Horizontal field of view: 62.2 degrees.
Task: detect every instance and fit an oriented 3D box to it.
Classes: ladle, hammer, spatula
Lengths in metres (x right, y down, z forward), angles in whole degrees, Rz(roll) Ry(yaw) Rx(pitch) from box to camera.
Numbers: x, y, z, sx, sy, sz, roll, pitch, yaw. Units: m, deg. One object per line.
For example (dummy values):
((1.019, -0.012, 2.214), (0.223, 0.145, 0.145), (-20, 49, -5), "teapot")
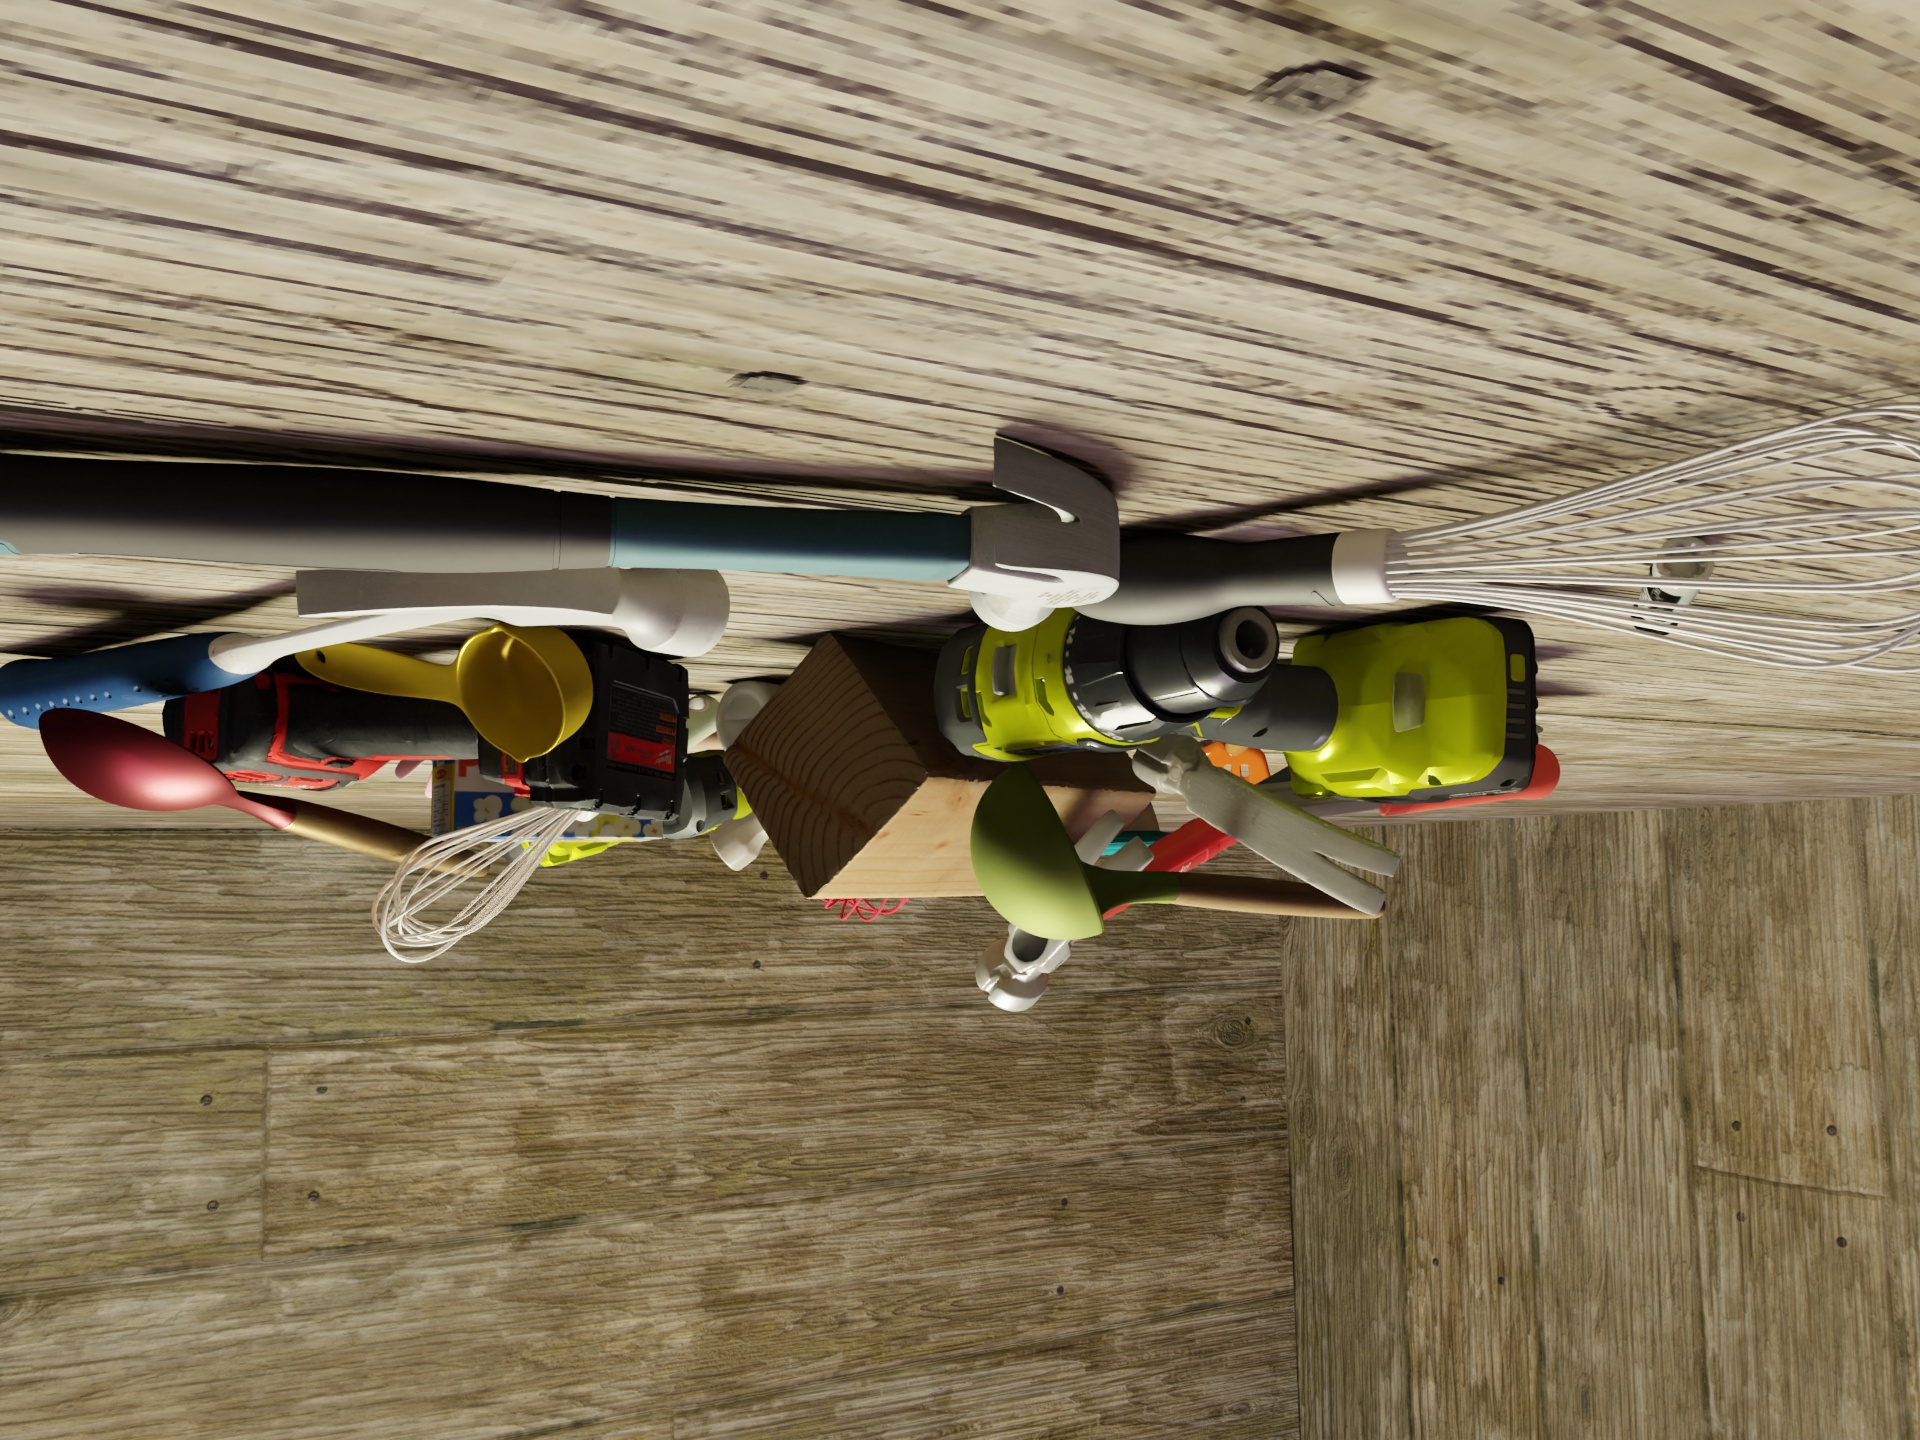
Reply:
((0.122, 0.073, 0.750), (0.320, 0.078, 0.062), (11, 131, -45), "ladle")
((0.168, 0.050, 0.934), (0.386, 0.038, 0.143), (-23, 155, -45), "hammer")
((-0.302, 0.046, 0.743), (0.069, 0.031, 0.315), (6, 168, 14), "ladle")
((-0.281, -0.029, 0.619), (0.405, 0.035, 0.144), (-6, 173, 38), "hammer")
((-0.079, 0.040, 1.137), (0.130, 0.031, 0.331), (-36, 177, 7), "hammer")
((0.255, 0.041, 0.880), (0.359, 0.036, 0.149), (-2, -155, -47), "hammer")
((-0.111, -0.052, 0.440), (0.331, 0.033, 0.128), (1, 174, -16), "hammer")
((0.209, 0.026, 1.192), (0.081, 0.041, 0.322), (-1, 173, 5), "spatula")

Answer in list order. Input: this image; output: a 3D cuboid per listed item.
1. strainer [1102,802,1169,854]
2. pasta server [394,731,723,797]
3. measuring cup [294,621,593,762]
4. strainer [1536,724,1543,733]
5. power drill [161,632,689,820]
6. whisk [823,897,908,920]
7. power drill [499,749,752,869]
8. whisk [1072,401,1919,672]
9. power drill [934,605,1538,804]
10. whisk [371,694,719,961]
((0.055, 0.050, 1.147), (0.211, 0.095, 0.340), (-3, 172, -3), "strainer")
((-0.210, 0.014, 1.028), (0.316, 0.060, 0.040), (1, 141, -45), "pasta server")
((-0.224, -0.023, 0.687), (0.156, 0.062, 0.029), (10, -154, 26), "measuring cup")
((0.277, -0.007, 0.907), (0.087, 0.050, 0.258), (3, -179, 12), "strainer")
((-0.251, 0.005, 0.774), (0.220, 0.078, 0.143), (1, 173, 15), "power drill")
((-0.035, 0.063, 1.059), (0.073, 0.073, 0.295), (2, 150, -23), "whisk")
((-0.225, 0.055, 1.196), (0.223, 0.080, 0.171), (-9, -177, 32), "power drill")
((0.149, -0.046, 0.461), (0.285, 0.070, 0.070), (0, 175, 36), "whisk")
((0.126, -0.013, 0.657), (0.228, 0.080, 0.190), (5, 173, -27), "power drill")
((-0.211, 0.048, 0.850), (0.058, 0.059, 0.246), (17, -143, 29), "whisk")
